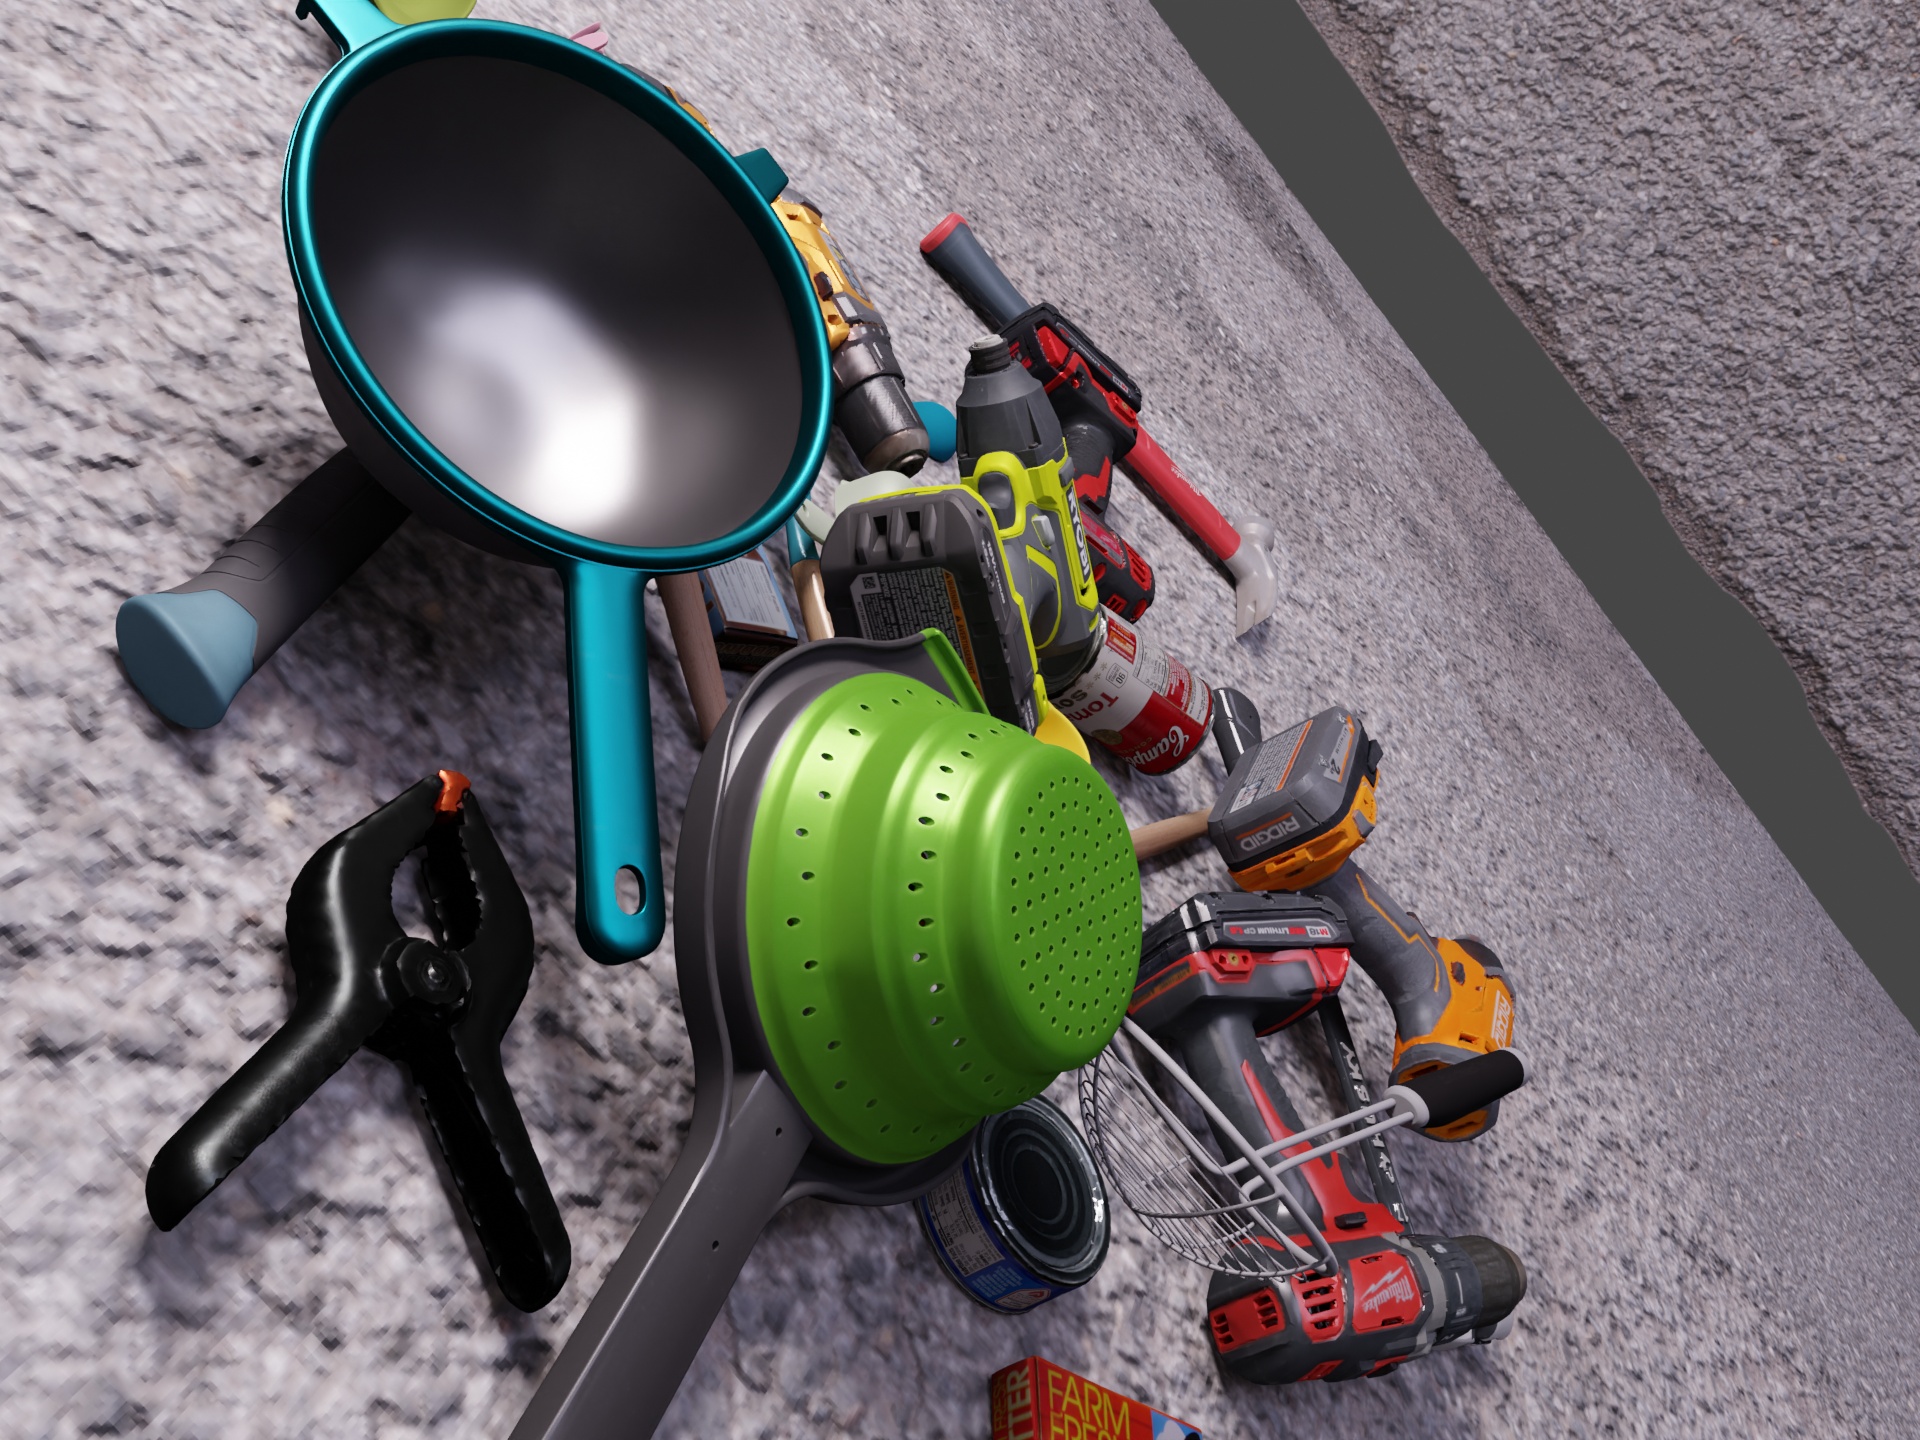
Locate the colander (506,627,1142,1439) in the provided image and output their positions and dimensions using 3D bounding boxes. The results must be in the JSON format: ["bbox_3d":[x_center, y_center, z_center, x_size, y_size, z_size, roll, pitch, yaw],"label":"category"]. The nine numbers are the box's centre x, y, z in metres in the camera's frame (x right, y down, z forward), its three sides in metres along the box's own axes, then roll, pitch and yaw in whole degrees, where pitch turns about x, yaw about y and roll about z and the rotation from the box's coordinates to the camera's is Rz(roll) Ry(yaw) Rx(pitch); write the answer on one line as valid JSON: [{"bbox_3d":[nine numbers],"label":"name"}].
[{"bbox_3d":[-0.029,0.118,0.504,0.204,0.094,0.397,62,38,-29],"label":"colander"}]

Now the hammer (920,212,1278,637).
[{"bbox_3d":[0.111,-0.226,1.211,0.386,0.038,0.143,43,33,-20],"label":"hammer"}]

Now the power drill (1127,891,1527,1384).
[{"bbox_3d":[0.180,0.204,0.788,0.187,0.080,0.227,6,55,-34],"label":"power drill"}]

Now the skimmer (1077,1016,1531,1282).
[{"bbox_3d":[0.180,0.159,0.691,0.363,0.090,0.127,0,35,-47],"label":"skimmer"}]

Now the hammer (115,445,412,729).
[{"bbox_3d":[-0.214,-0.104,0.613,0.128,0.033,0.331,43,31,-18],"label":"hammer"}]

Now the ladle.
[{"bbox_3d":[-0.204,-0.251,0.695,0.078,0.062,0.320,12,49,-62],"label":"ladle"}]

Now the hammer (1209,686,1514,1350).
[{"bbox_3d":[0.210,0.158,0.938,0.149,0.036,0.409,20,47,-44],"label":"hammer"}]

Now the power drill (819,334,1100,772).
[{"bbox_3d":[0.010,-0.083,0.779,0.223,0.080,0.171,-60,141,-59],"label":"power drill"}]

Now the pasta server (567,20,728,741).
[{"bbox_3d":[-0.136,-0.146,0.686,0.060,0.040,0.316,142,-66,-79],"label":"pasta server"}]

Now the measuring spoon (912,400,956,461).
[{"bbox_3d":[-0.044,-0.210,0.981,0.128,0.021,0.042,39,33,-28],"label":"measuring spoon"}]

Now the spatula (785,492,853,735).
[{"bbox_3d":[-0.075,-0.046,0.770,0.082,0.044,0.318,11,55,-52],"label":"spatula"}]

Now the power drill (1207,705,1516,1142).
[{"bbox_3d":[0.246,0.109,0.926,0.226,0.084,0.164,55,32,-8],"label":"power drill"}]

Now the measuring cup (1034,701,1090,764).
[{"bbox_3d":[-0.001,-0.003,0.836,0.156,0.029,0.062,26,37,-22],"label":"measuring cup"}]

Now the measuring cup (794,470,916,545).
[{"bbox_3d":[-0.044,-0.097,0.792,0.167,0.038,0.083,14,57,-77],"label":"measuring cup"}]

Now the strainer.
[{"bbox_3d":[-0.149,-0.077,0.569,0.210,0.095,0.341,7,69,-41],"label":"strainer"}]

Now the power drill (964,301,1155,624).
[{"bbox_3d":[0.060,-0.167,1.040,0.143,0.078,0.220,35,37,-30],"label":"power drill"}]

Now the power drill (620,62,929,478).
[{"bbox_3d":[-0.105,-0.219,0.828,0.185,0.084,0.226,61,19,15],"label":"power drill"}]

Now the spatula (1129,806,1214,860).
[{"bbox_3d":[0.085,0.071,0.879,0.315,0.018,0.060,-7,84,-58],"label":"spatula"}]
